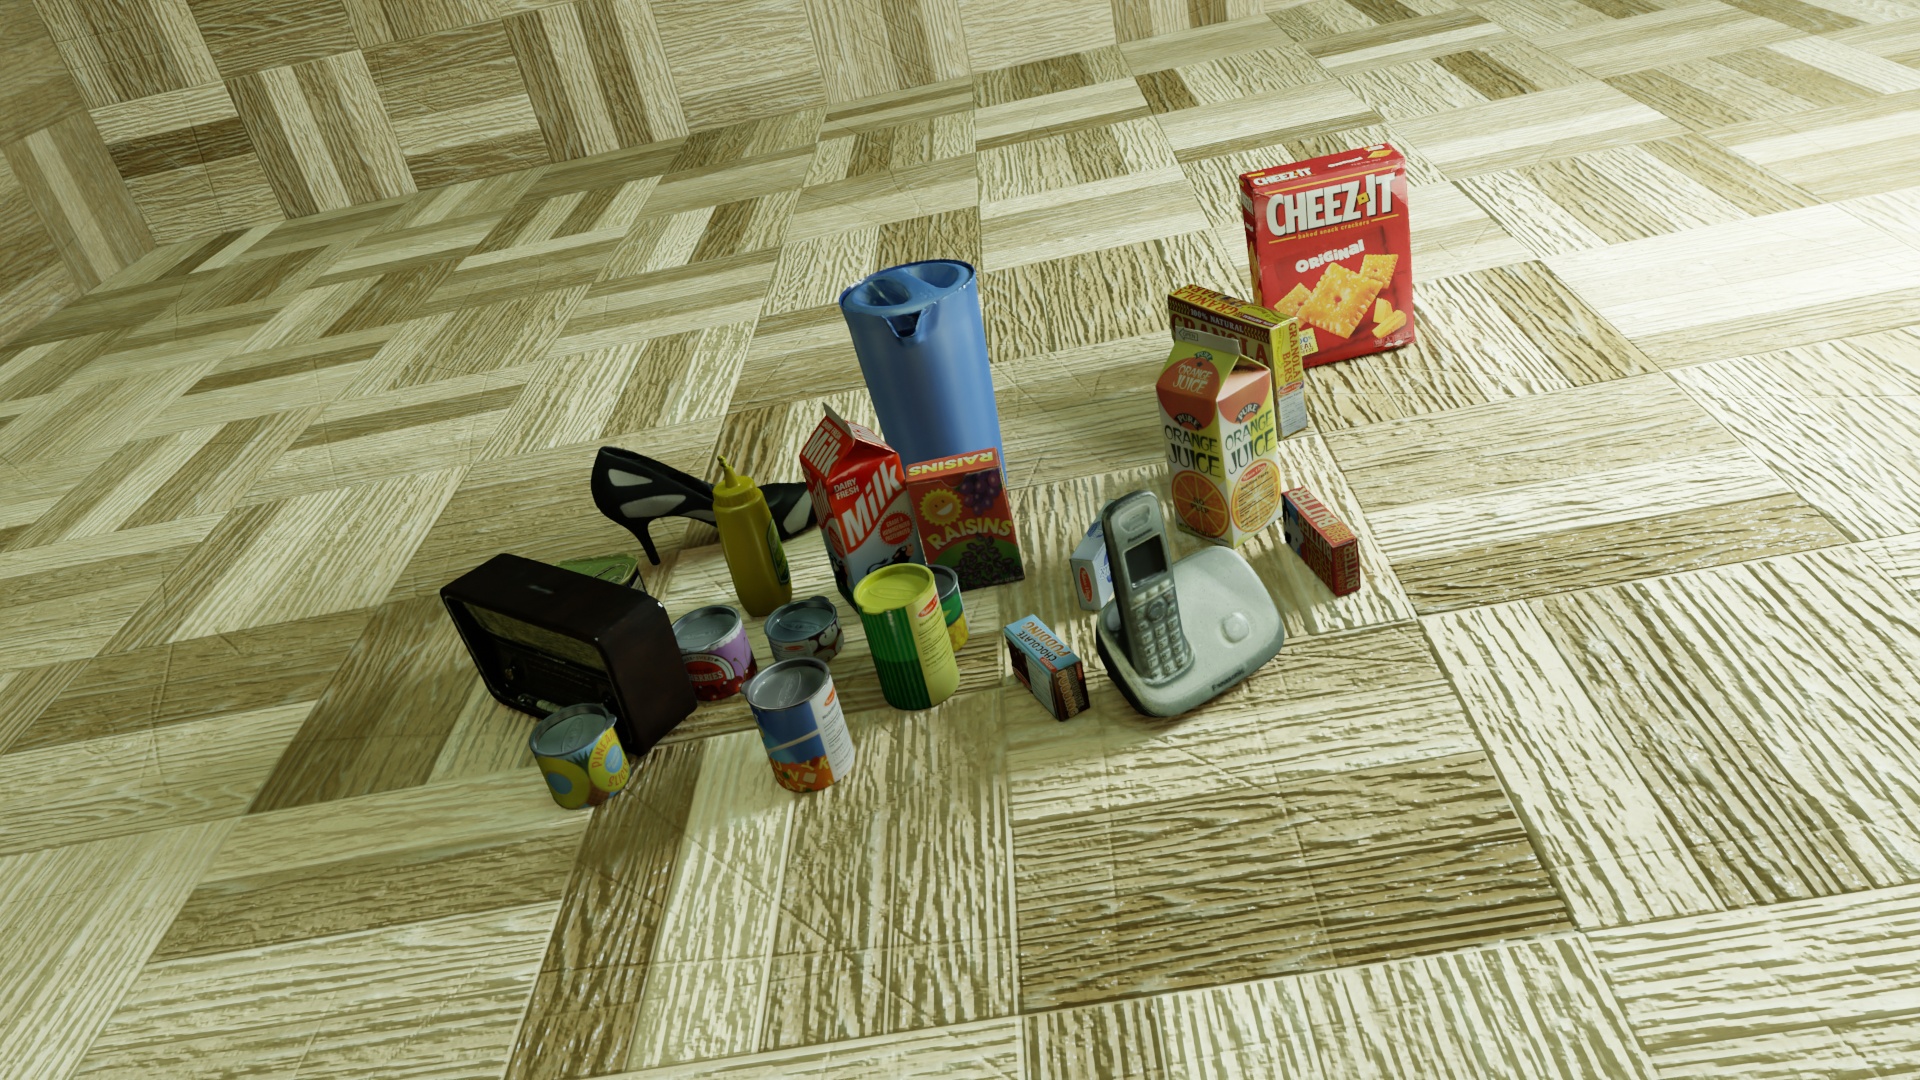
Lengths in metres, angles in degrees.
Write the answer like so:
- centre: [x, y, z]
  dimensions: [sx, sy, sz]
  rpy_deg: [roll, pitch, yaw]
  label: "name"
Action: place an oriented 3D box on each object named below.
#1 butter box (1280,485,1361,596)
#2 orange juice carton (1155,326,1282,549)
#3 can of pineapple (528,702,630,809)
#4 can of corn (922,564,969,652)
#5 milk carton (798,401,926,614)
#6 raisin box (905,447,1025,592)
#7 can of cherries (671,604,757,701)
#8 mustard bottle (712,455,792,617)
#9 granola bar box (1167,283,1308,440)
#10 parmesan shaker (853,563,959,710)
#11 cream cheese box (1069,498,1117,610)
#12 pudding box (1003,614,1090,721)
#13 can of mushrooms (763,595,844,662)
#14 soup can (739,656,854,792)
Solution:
- centre: [0.305, 0.000, 1.178]
  dimensions: [0.024, 0.053, 0.104]
  rpy_deg: [-16, 30, -5]
  label: "butter box"
- centre: [0.230, -0.097, 1.234]
  dimensions: [0.073, 0.191, 0.072]
  rpy_deg: [-31, 34, -28]
  label: "orange juice carton"
- centre: [-0.305, 0.174, 1.120]
  dimensions: [0.071, 0.057, 0.071]
  rpy_deg: [-10, 30, 6]
  label: "can of pineapple"
- centre: [-0.031, 0.064, 1.199]
  dimensions: [0.071, 0.058, 0.071]
  rpy_deg: [-10, 30, 6]
  label: "can of corn"
- centre: [-0.089, -0.031, 1.252]
  dimensions: [0.073, 0.189, 0.072]
  rpy_deg: [-23, 31, -17]
  label: "milk carton"
- centre: [0.004, -0.016, 1.255]
  dimensions: [0.086, 0.122, 0.040]
  rpy_deg: [-11, 29, 5]
  label: "raisin box"
- centre: [-0.217, 0.100, 1.212]
  dimensions: [0.071, 0.058, 0.072]
  rpy_deg: [-10, 30, 6]
  label: "can of cherries"
- centre: [-0.197, -0.008, 1.285]
  dimensions: [0.049, 0.159, 0.065]
  rpy_deg: [-10, 29, 6]
  label: "mustard bottle"
- centre: [0.283, -0.186, 1.435]
  dimensions: [0.039, 0.123, 0.166]
  rpy_deg: [-26, 32, -20]
  label: "granola bar box"
- centre: [-0.045, 0.081, 1.130]
  dimensions: [0.071, 0.102, 0.071]
  rpy_deg: [-10, 30, 6]
  label: "parmesan shaker"
- centre: [0.128, 0.012, 1.229]
  dimensions: [0.024, 0.053, 0.104]
  rpy_deg: [3, 33, 27]
  label: "cream cheese box"
- centre: [0.068, 0.100, 1.105]
  dimensions: [0.030, 0.049, 0.084]
  rpy_deg: [-23, 31, -16]
  label: "pudding box"
- centre: [-0.137, 0.082, 1.236]
  dimensions: [0.071, 0.033, 0.071]
  rpy_deg: [-10, 30, 6]
  label: "can of mushrooms"
- centre: [-0.126, 0.143, 1.076]
  dimensions: [0.071, 0.083, 0.072]
  rpy_deg: [-10, 30, 6]
  label: "soup can"
